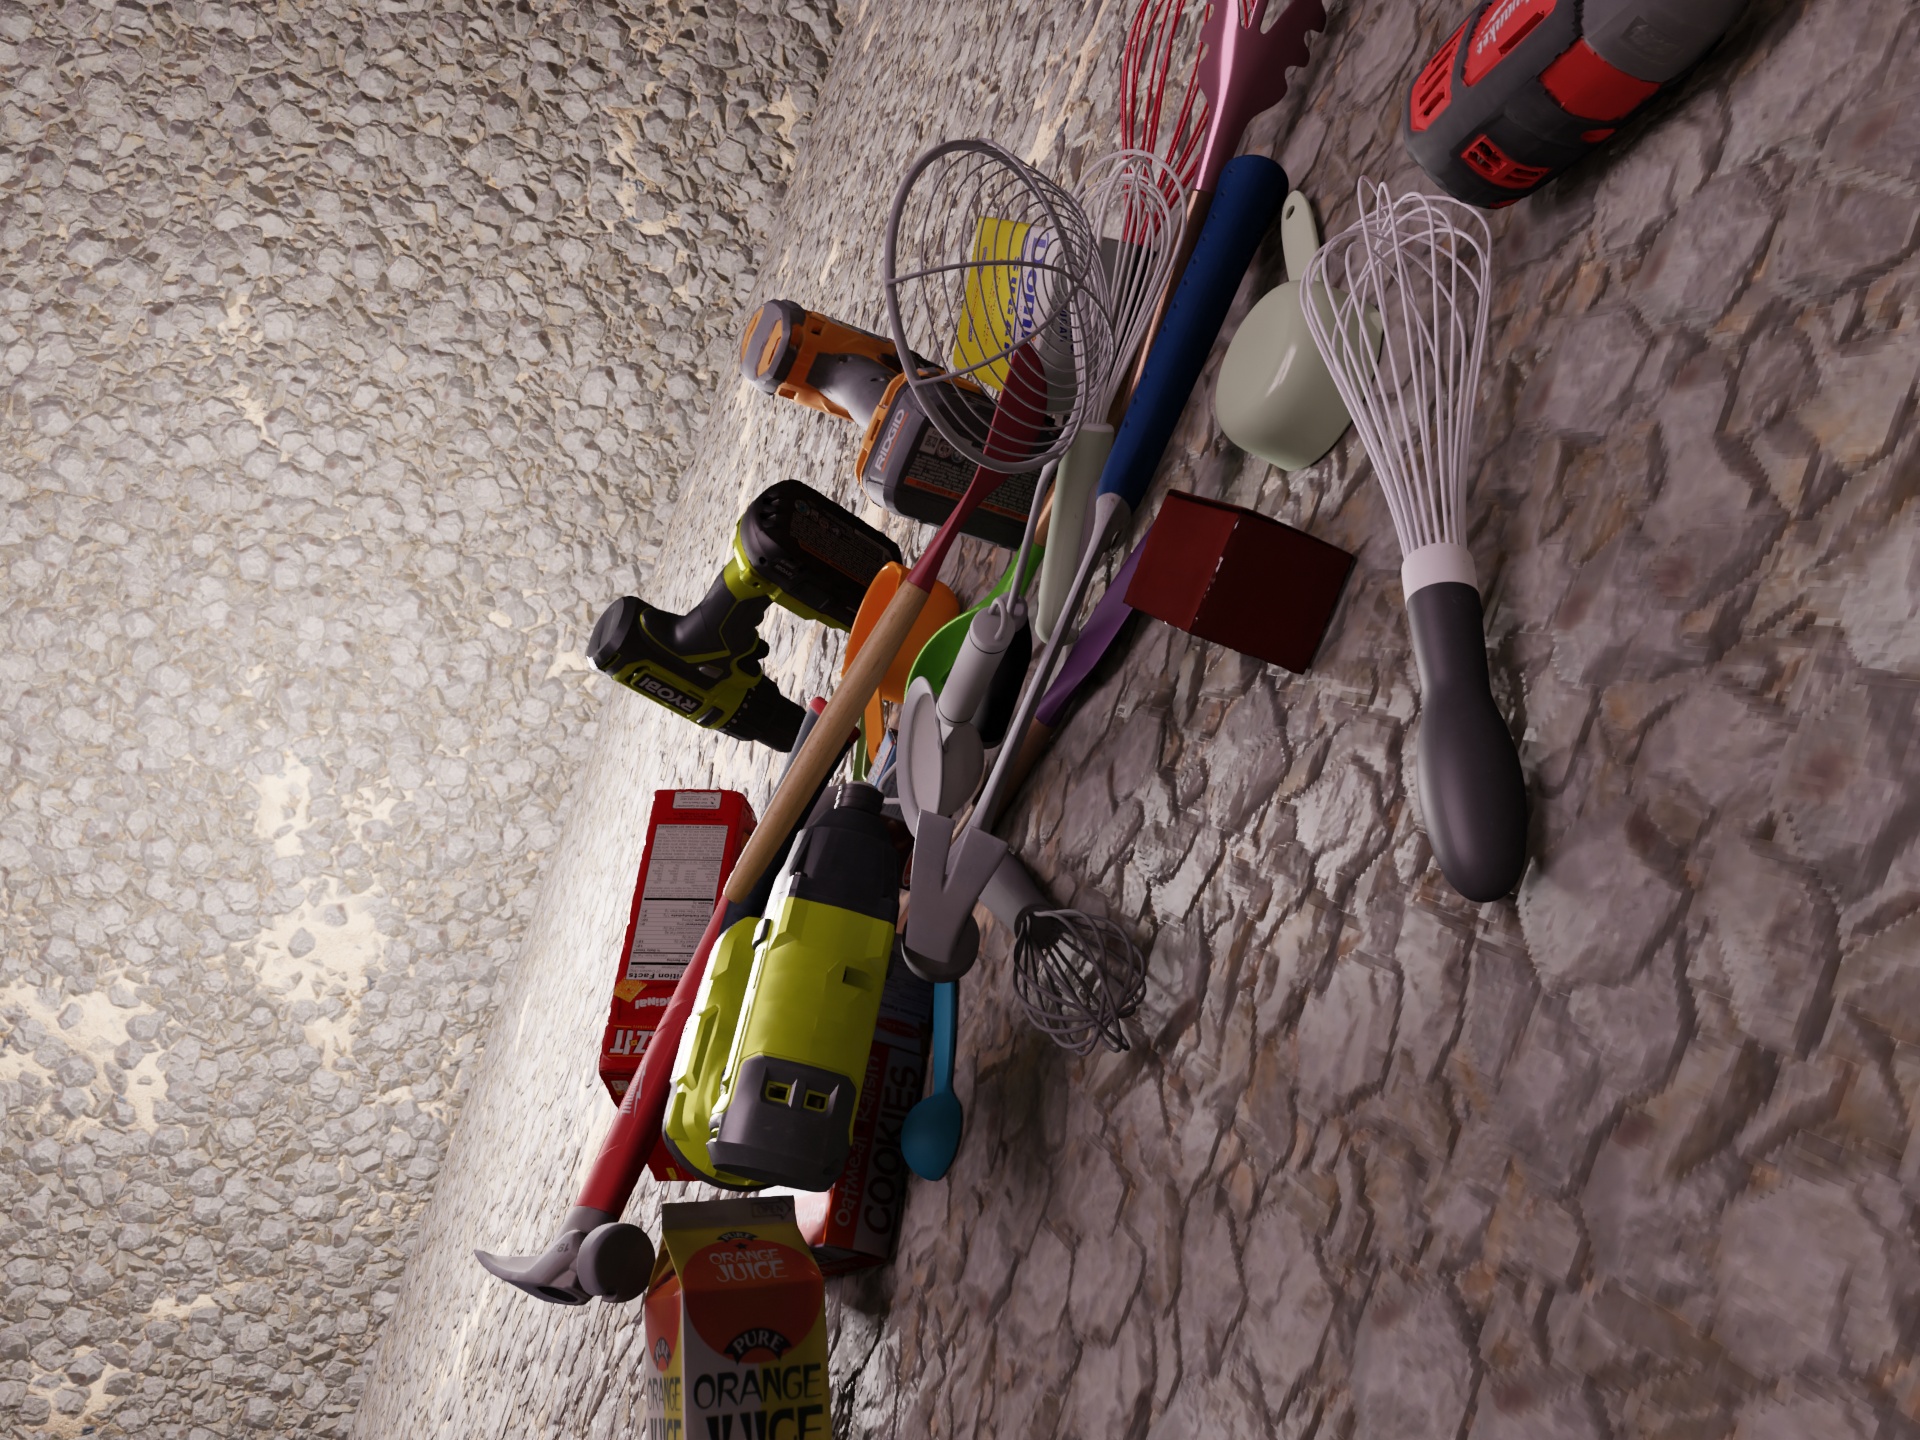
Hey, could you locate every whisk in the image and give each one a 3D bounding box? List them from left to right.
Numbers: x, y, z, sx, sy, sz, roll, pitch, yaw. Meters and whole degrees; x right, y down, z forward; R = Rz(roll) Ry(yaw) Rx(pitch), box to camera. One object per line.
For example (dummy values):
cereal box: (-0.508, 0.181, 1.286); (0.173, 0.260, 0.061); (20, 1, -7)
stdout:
whisk: (0.032, 0.091, 0.714); (0.239, 0.055, 0.055); (-139, 70, -74)
whisk: (0.067, -0.154, 0.789); (0.058, 0.059, 0.246); (-34, -45, -63)
whisk: (0.102, -0.279, 0.873); (0.073, 0.073, 0.296); (-138, 62, -70)
whisk: (0.153, -0.072, 0.521); (0.070, 0.070, 0.285); (134, 146, -51)

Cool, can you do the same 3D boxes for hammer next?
hammer: (-0.154, 0.148, 0.930); (0.143, 0.038, 0.387); (-19, 39, 46)
hammer: (0.065, -0.086, 0.692); (0.144, 0.035, 0.406); (96, -163, -70)

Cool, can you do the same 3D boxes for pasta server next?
pasta server: (0.116, -0.238, 0.805); (0.040, 0.060, 0.316); (-35, -38, -75)

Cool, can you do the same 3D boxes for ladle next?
ladle: (-0.036, -0.045, 0.795); (0.315, 0.031, 0.069); (-59, -4, 3)

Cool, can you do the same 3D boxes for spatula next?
spatula: (0.032, 0.016, 0.827); (0.315, 0.018, 0.060); (-59, 11, 30)

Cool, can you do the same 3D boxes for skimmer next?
skimmer: (0.004, -0.095, 0.733); (0.363, 0.090, 0.127); (101, -168, -59)

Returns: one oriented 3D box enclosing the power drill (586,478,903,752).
power drill: (-0.146, -0.064, 1.202); (0.228, 0.190, 0.080); (-35, 37, 38)

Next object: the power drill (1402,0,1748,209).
power drill: (0.216, -0.297, 0.536); (0.143, 0.078, 0.220); (144, 138, -60)

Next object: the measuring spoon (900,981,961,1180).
measuring spoon: (-0.017, 0.169, 0.805); (0.042, 0.021, 0.129); (-52, 27, 43)

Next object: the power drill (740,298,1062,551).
power drill: (-0.018, -0.185, 0.993); (0.226, 0.185, 0.084); (46, 116, 49)

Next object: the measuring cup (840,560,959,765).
measuring cup: (-0.034, -0.026, 1.009); (0.095, 0.052, 0.174); (-57, 25, 36)

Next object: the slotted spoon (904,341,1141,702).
slotted spoon: (0.057, -0.119, 0.875); (0.070, 0.031, 0.313); (45, 115, 35)

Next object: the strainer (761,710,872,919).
strainer: (-0.093, 0.055, 1.060); (0.151, 0.069, 0.257); (-46, 32, 52)

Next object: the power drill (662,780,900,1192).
power drill: (-0.080, 0.135, 0.744); (0.223, 0.080, 0.171); (127, 158, -65)

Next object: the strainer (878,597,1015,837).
strainer: (-0.001, -0.002, 0.779); (0.258, 0.050, 0.087); (116, 150, -68)

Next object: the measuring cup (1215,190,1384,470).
measuring cup: (0.138, -0.182, 0.689); (0.083, 0.038, 0.168); (-50, 30, 47)
